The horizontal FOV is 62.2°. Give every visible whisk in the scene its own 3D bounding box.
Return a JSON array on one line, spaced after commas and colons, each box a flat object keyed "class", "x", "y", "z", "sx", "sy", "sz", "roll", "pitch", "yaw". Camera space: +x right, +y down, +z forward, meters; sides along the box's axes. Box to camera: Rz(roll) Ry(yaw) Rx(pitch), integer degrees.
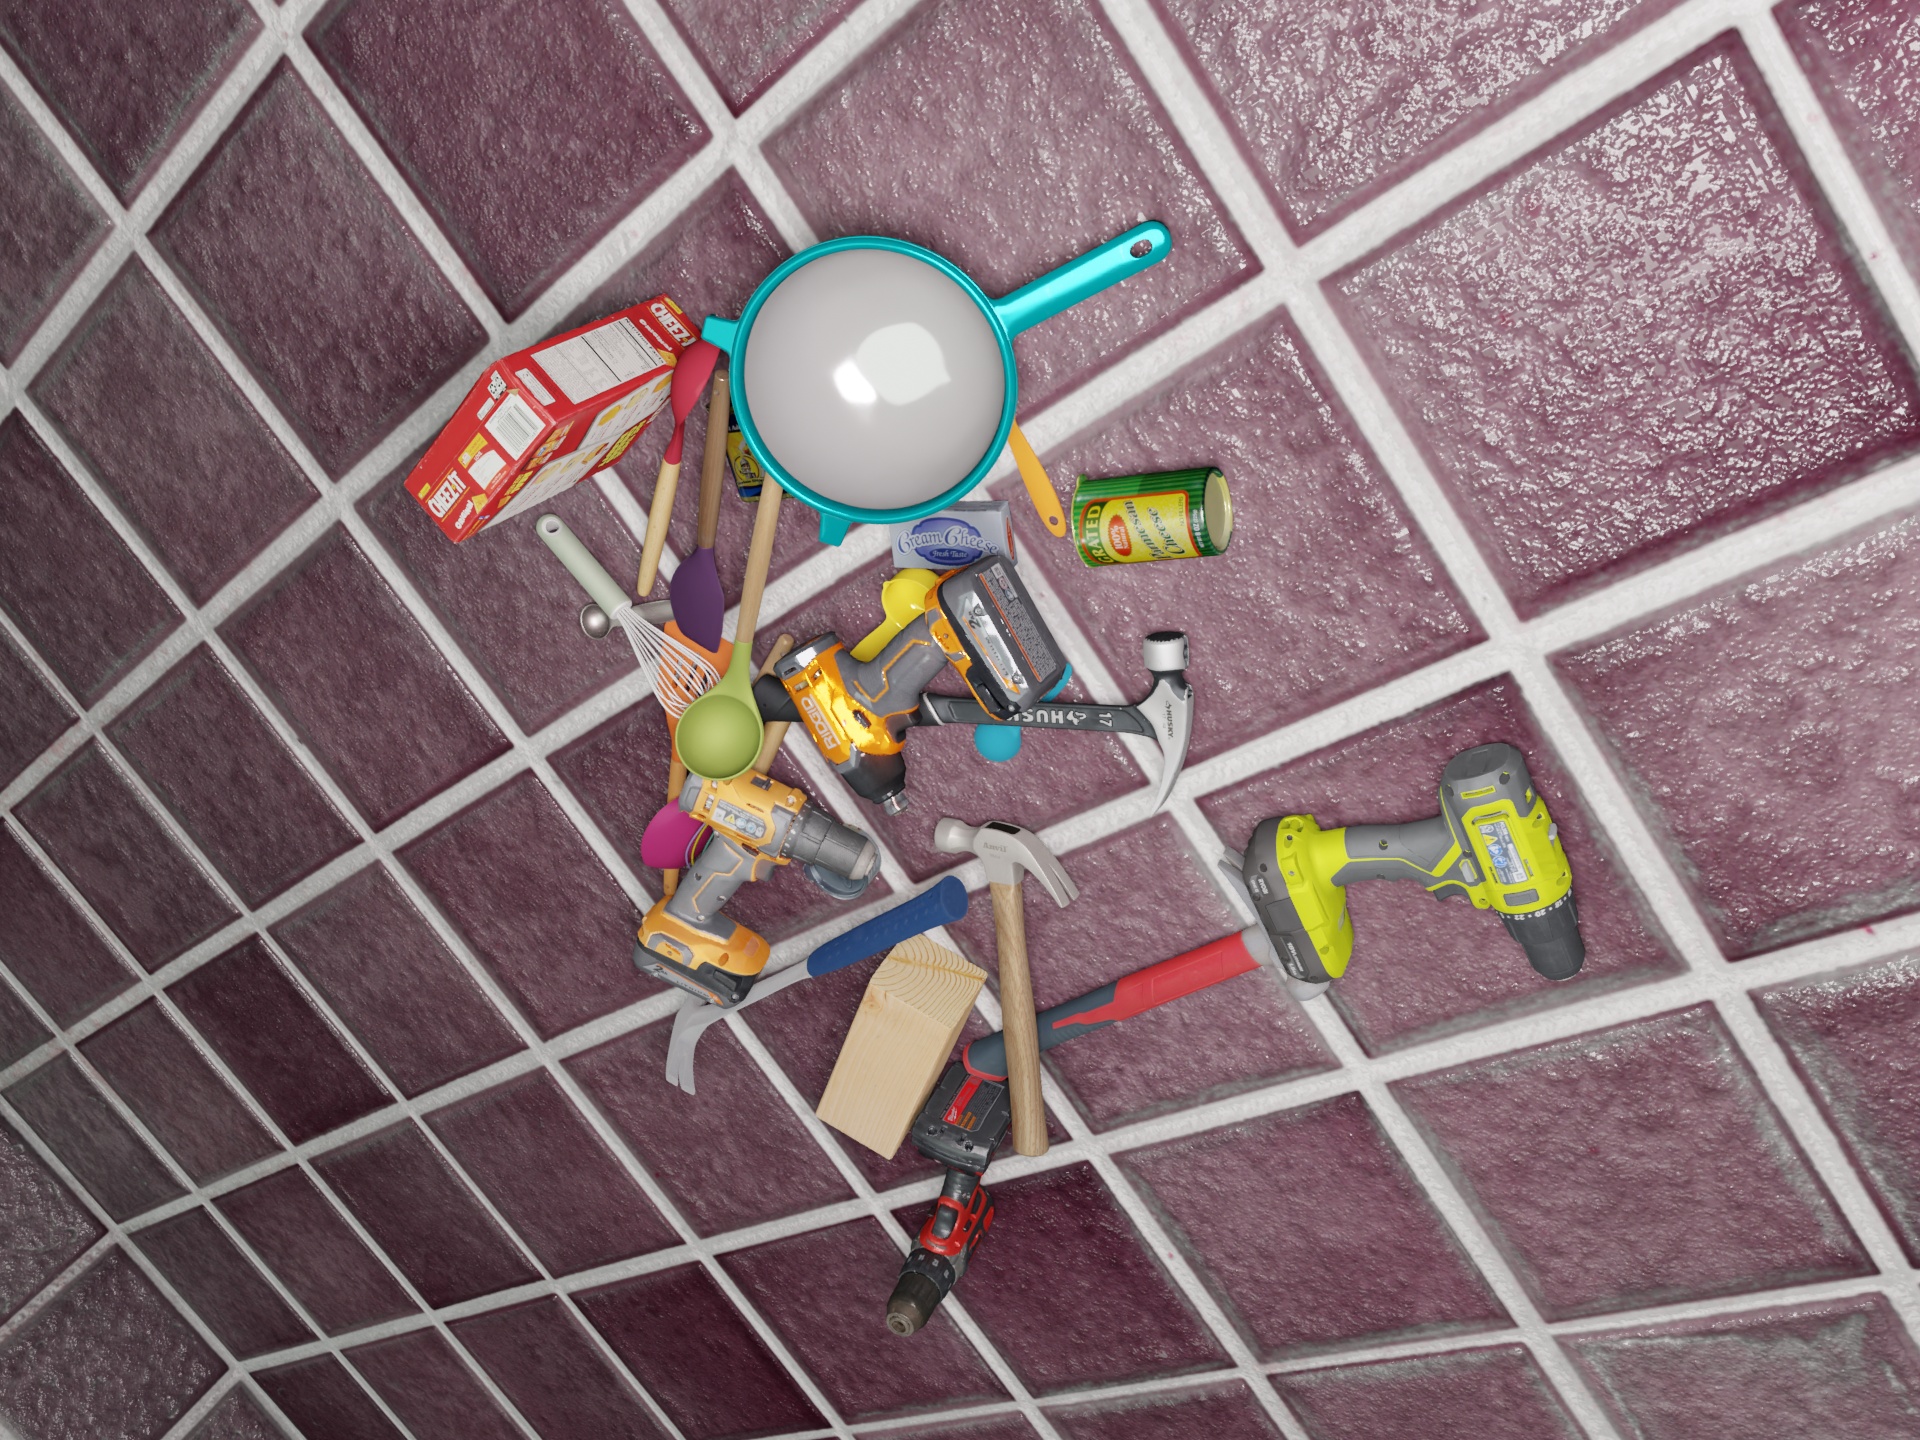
[{"class": "whisk", "x": -0.302, "y": -0.094, "z": 1.442, "sx": 0.246, "sy": 0.058, "sz": 0.059, "roll": 48, "pitch": 163, "yaw": 7}, {"class": "whisk", "x": -0.201, "y": 0.071, "z": 1.503, "sx": 0.047, "sy": 0.051, "sz": 0.244, "roll": 55, "pitch": 131, "yaw": 34}]

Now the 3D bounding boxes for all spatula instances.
[{"class": "spatula", "x": -0.268, "y": 0.049, "z": 1.538, "sx": 0.081, "sy": 0.041, "sz": 0.322, "roll": 24, "pitch": 130, "yaw": 14}, {"class": "spatula", "x": -0.213, "y": -0.168, "z": 1.333, "sx": 0.060, "sy": 0.018, "sz": 0.315, "roll": 32, "pitch": 141, "yaw": 11}]

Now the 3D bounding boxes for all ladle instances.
[{"class": "ladle", "x": -0.244, "y": -0.203, "z": 1.332, "sx": 0.031, "sy": 0.069, "sz": 0.315, "roll": 15, "pitch": 143, "yaw": -11}, {"class": "ladle", "x": -0.180, "y": -0.084, "z": 1.323, "sx": 0.078, "sy": 0.062, "sz": 0.320, "roll": 20, "pitch": 125, "yaw": 5}]

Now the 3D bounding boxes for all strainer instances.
[{"class": "strainer", "x": -0.004, "y": -0.285, "z": 1.169, "sx": 0.340, "sy": 0.095, "sz": 0.210, "roll": -24, "pitch": 111, "yaw": 16}]

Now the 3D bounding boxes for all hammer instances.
[{"class": "hammer", "x": 0.136, "y": 0.239, "z": 1.430, "sx": 0.386, "sy": 0.038, "sz": 0.143, "roll": -30, "pitch": 100, "yaw": 37}, {"class": "hammer", "x": 0.053, "y": 0.249, "z": 1.442, "sx": 0.130, "sy": 0.031, "sz": 0.331, "roll": 7, "pitch": 112, "yaw": 33}, {"class": "hammer", "x": -0.147, "y": 0.241, "z": 1.512, "sx": 0.035, "sy": 0.144, "sz": 0.405, "roll": 37, "pitch": 132, "yaw": -28}, {"class": "hammer", "x": -0.002, "y": -0.004, "z": 1.338, "sx": 0.409, "sy": 0.036, "sz": 0.149, "roll": 3, "pitch": 109, "yaw": 25}]

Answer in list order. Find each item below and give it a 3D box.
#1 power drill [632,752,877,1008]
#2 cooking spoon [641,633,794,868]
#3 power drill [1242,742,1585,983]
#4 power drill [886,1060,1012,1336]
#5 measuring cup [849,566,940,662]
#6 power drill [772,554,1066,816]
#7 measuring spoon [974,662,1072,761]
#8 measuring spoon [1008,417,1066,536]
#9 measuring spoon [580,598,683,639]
[{"class": "power drill", "x": -0.192, "y": 0.156, "z": 1.472, "sx": 0.185, "sy": 0.084, "sz": 0.226, "roll": 25, "pitch": 115, "yaw": 1}, {"class": "cooking spoon", "x": -0.225, "y": 0.038, "z": 1.496, "sx": 0.068, "sy": 0.017, "sz": 0.318, "roll": 10, "pitch": 130, "yaw": -31}, {"class": "power drill", "x": 0.353, "y": 0.131, "z": 1.228, "sx": 0.228, "sy": 0.080, "sz": 0.190, "roll": -17, "pitch": 109, "yaw": 31}, {"class": "power drill", "x": -0.013, "y": 0.471, "z": 1.554, "sx": 0.080, "sy": 0.188, "sz": 0.226, "roll": 18, "pitch": 121, "yaw": 16}, {"class": "measuring cup", "x": -0.058, "y": -0.080, "z": 1.354, "sx": 0.062, "sy": 0.029, "sz": 0.156, "roll": 42, "pitch": 140, "yaw": -7}, {"class": "power drill", "x": -0.030, "y": -0.021, "z": 1.281, "sx": 0.226, "sy": 0.084, "sz": 0.164, "roll": -25, "pitch": 98, "yaw": 35}, {"class": "measuring spoon", "x": 0.052, "y": -0.006, "z": 1.336, "sx": 0.042, "sy": 0.021, "sz": 0.128, "roll": 42, "pitch": 129, "yaw": -1}, {"class": "measuring spoon", "x": 0.053, "y": -0.193, "z": 1.231, "sx": 0.021, "sy": 0.011, "sz": 0.116, "roll": -16, "pitch": 110, "yaw": 34}, {"class": "measuring spoon", "x": -0.297, "y": -0.098, "z": 1.472, "sx": 0.124, "sy": 0.018, "sz": 0.034, "roll": -6, "pitch": 102, "yaw": 23}]
